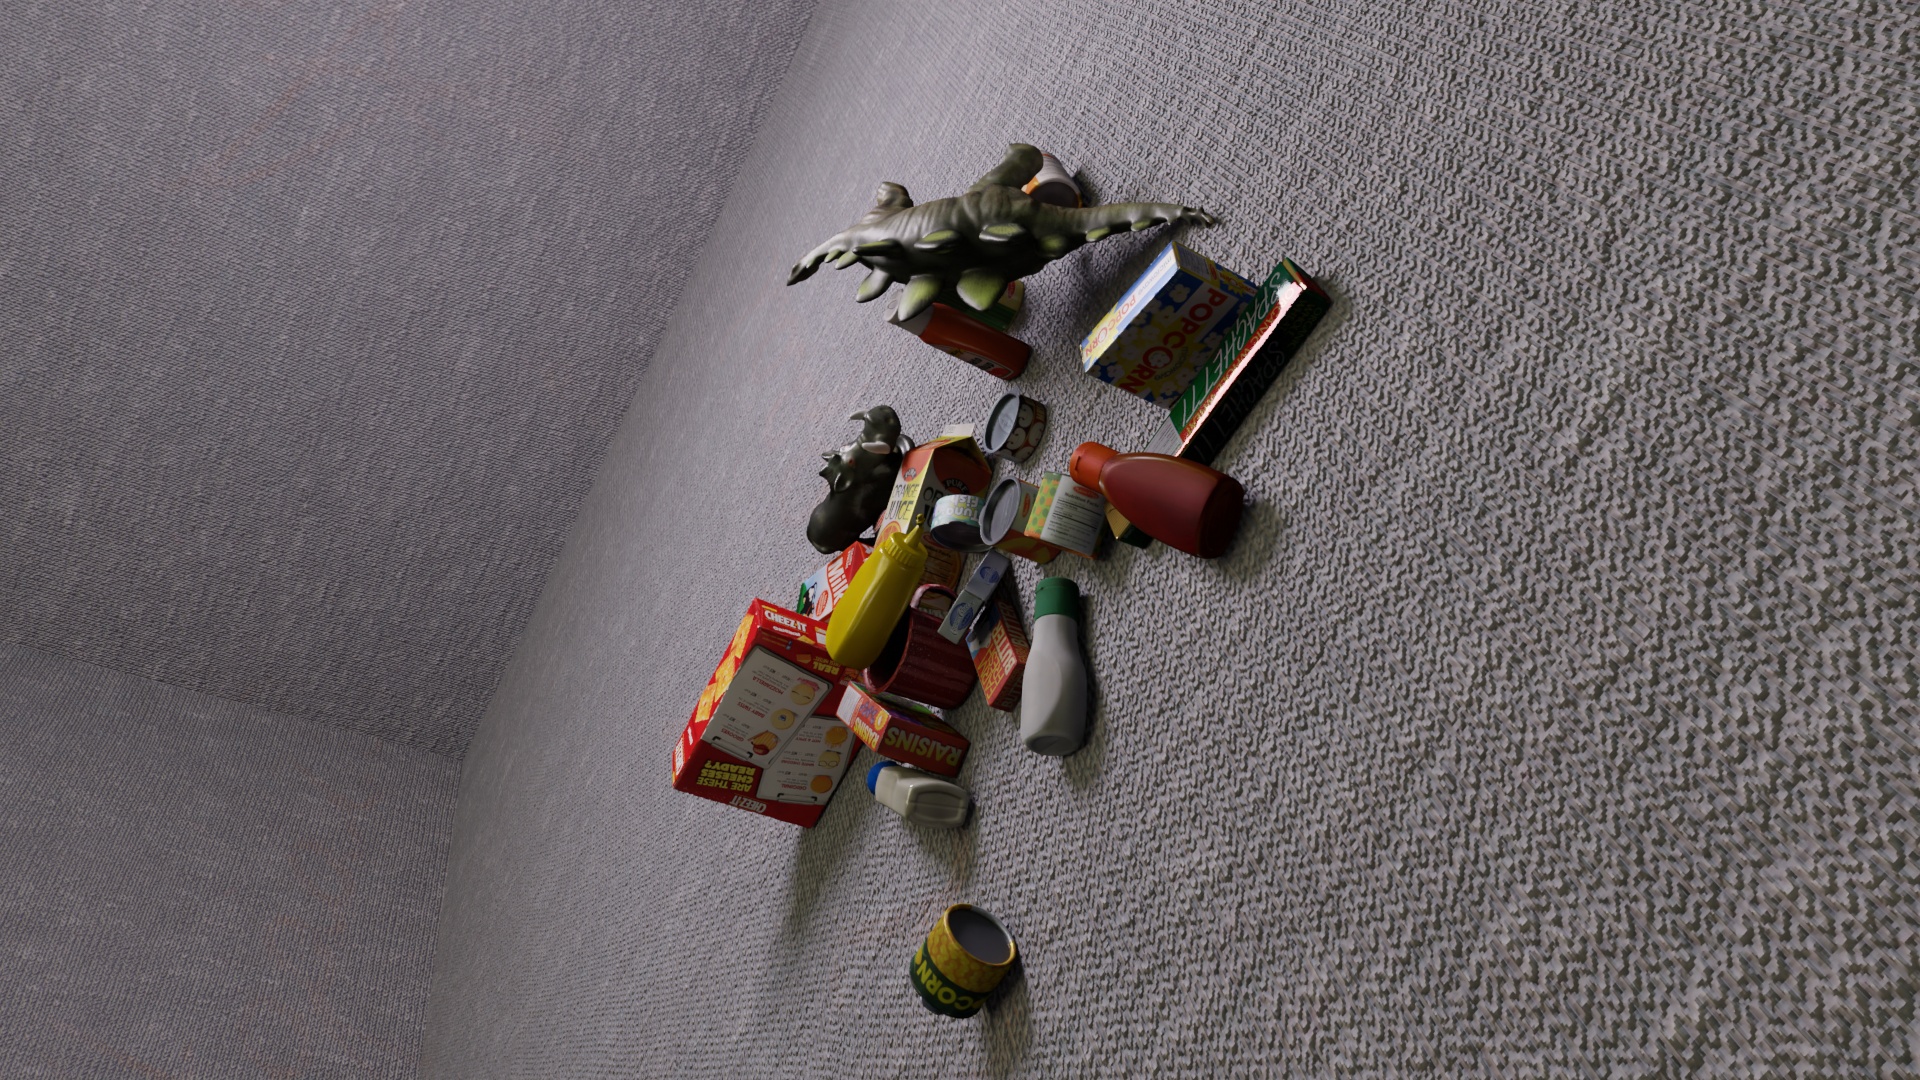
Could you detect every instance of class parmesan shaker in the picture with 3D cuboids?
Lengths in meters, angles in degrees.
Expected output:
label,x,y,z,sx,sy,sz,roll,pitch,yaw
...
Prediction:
label,x,y,z,sx,sy,sz,roll,pitch,yaw
parmesan shaker,0.007,-0.273,1.501,0.071,0.103,0.072,-46,33,42

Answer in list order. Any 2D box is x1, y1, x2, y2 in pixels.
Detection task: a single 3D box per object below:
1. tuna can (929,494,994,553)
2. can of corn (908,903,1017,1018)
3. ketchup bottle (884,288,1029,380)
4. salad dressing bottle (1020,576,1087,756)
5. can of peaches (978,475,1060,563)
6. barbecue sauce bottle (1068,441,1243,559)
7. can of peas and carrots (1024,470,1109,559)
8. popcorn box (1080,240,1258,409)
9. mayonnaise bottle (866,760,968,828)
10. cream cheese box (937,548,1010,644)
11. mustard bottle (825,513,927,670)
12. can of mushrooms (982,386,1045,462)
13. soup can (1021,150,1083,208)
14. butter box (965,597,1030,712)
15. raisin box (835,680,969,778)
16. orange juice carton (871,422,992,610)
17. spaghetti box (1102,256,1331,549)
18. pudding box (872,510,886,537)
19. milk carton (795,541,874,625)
label,x,y,z,sx,sy,sz,roll,pitch,yaw
tuna can,0.005,-0.017,1.342,0.071,0.071,0.033,-30,45,55
can of corn,0.001,0.326,1.075,0.058,0.071,0.071,-58,26,22
ketchup bottle,-0.005,-0.212,1.422,0.064,0.149,0.043,5,75,65
salad dressing bottle,0.077,0.100,1.131,0.064,0.044,0.148,-43,34,48
can of peaches,0.058,-0.018,1.246,0.071,0.058,0.071,-46,34,43
barbecue sauce bottle,0.143,-0.038,1.049,0.149,0.044,0.064,28,107,47
can of peas and carrots,0.093,-0.021,1.169,0.071,0.071,0.058,13,83,66
popcorn box,0.167,-0.170,1.108,0.126,0.085,0.038,-47,33,39
mayonnaise bottle,-0.046,0.229,1.264,0.148,0.065,0.041,178,103,-69
cream cheese box,0.013,0.051,1.274,0.053,0.024,0.104,-59,-2,25
mustard bottle,-0.069,0.043,1.270,0.159,0.049,0.065,-58,27,21
can of mushrooms,0.054,-0.113,1.362,0.070,0.033,0.071,-46,32,42
soup can,0.086,-0.360,1.454,0.071,0.071,0.084,-57,27,25
butter box,0.036,0.101,1.237,0.053,0.024,0.104,-59,26,22
raisin box,-0.056,0.175,1.294,0.040,0.086,0.123,-67,24,0
orange juice carton,-0.029,-0.030,1.417,0.072,0.073,0.193,0,71,65
spaghetti box,0.192,-0.101,1.068,0.249,0.029,0.050,-56,28,27
pudding box,-0.069,-0.044,1.565,0.083,0.030,0.050,-57,28,25
milk carton,-0.111,0.060,1.517,0.189,0.072,0.074,-34,42,52
